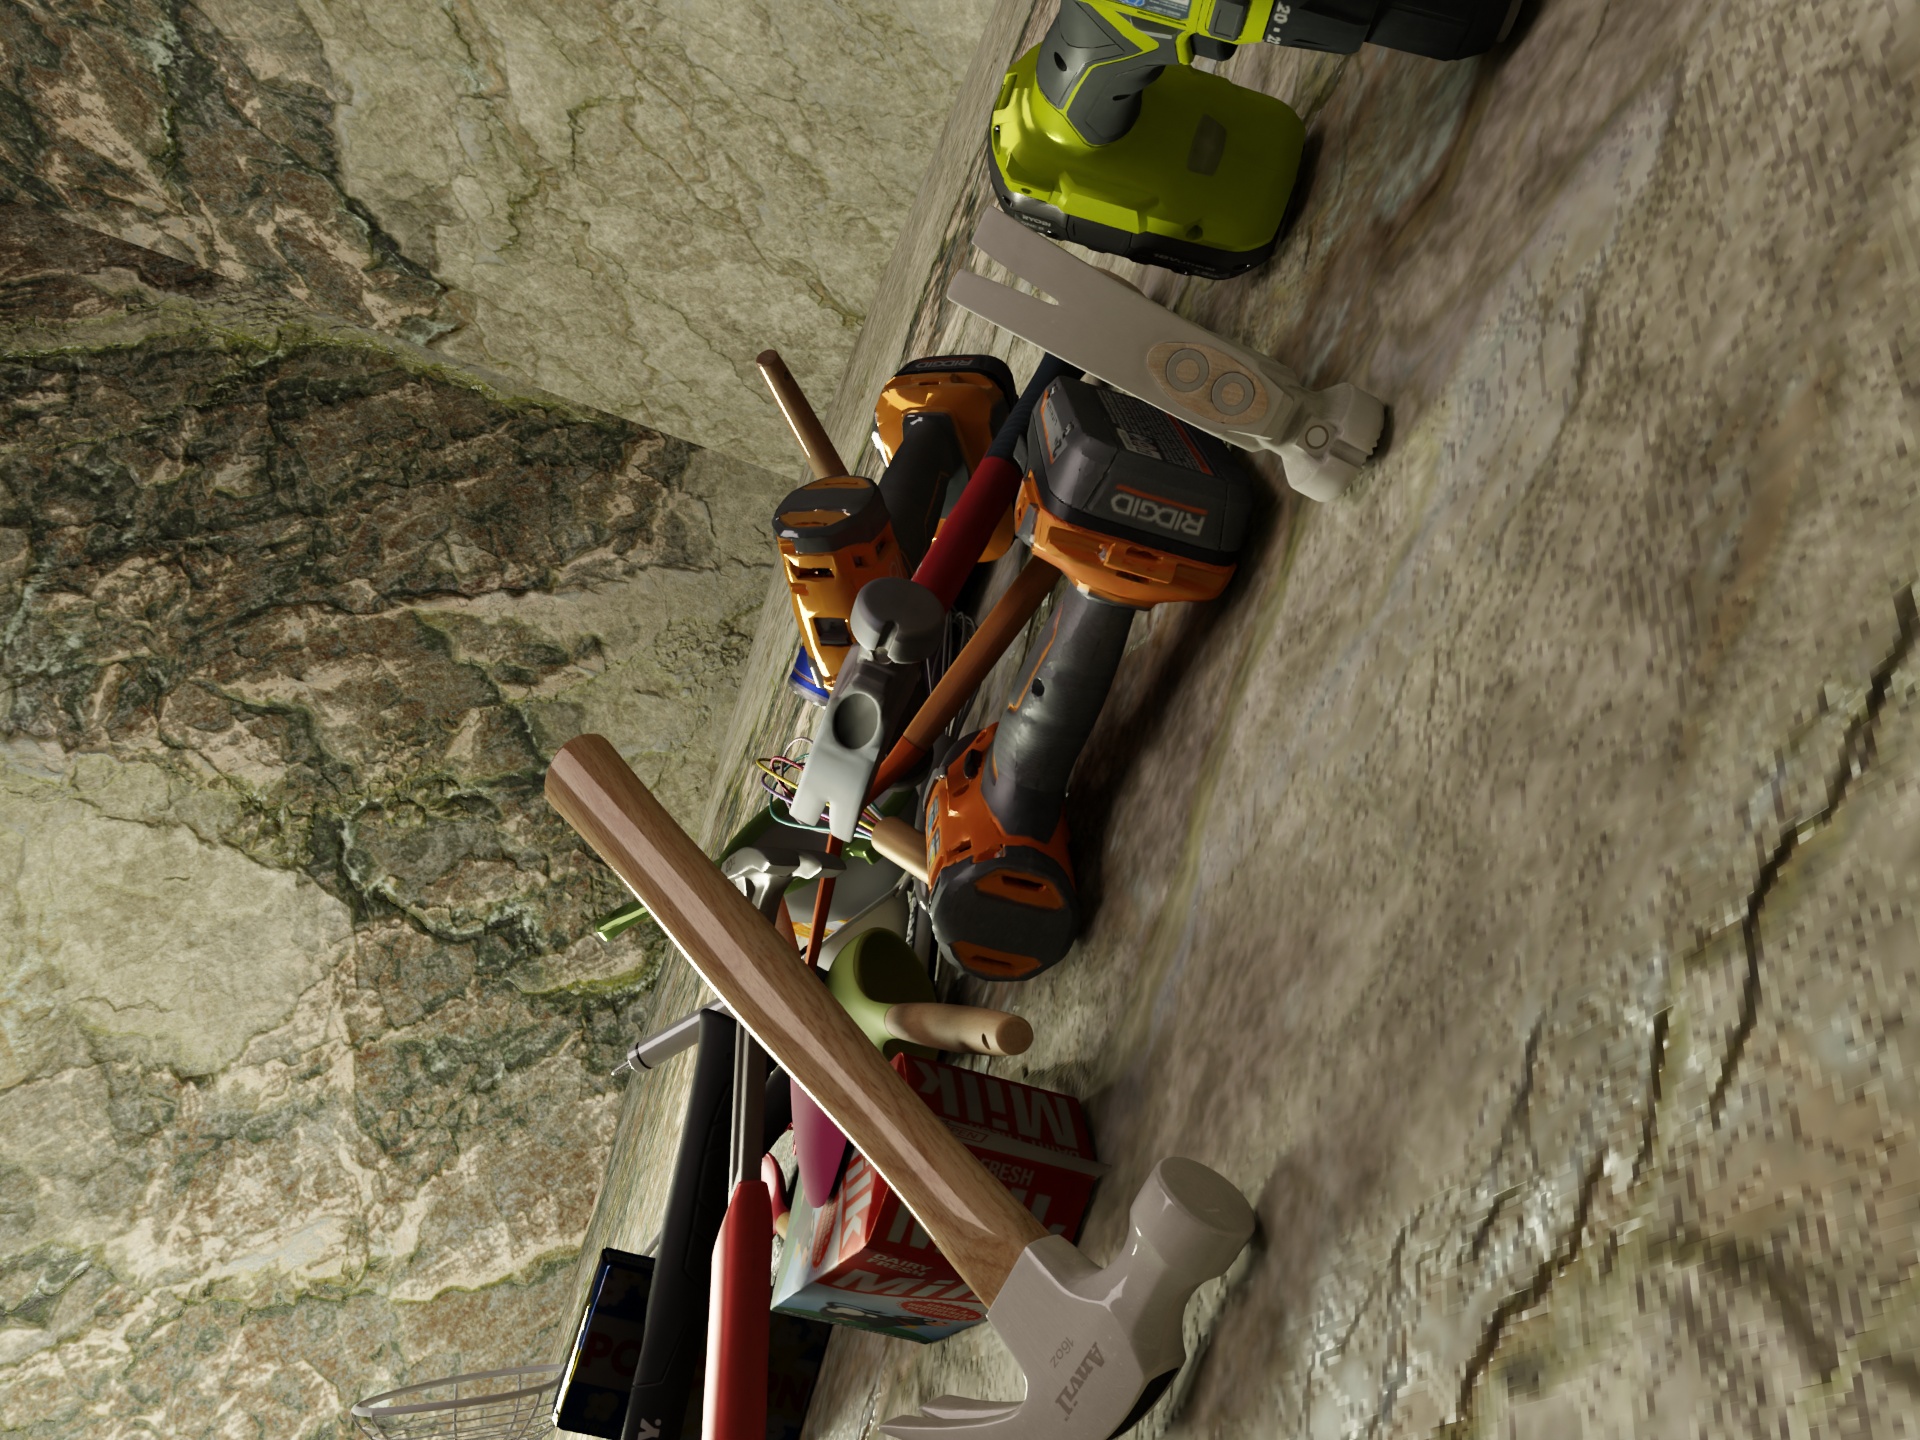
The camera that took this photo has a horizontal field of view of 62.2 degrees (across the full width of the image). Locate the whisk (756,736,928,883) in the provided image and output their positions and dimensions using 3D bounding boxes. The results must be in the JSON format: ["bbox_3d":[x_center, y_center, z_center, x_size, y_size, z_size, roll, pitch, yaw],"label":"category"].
[{"bbox_3d":[-0.054,0.058,0.892,0.051,0.047,0.245,-47,32,-12],"label":"whisk"}]

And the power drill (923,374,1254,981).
[{"bbox_3d":[0.040,-0.024,0.680,0.164,0.084,0.226,-97,23,-65],"label":"power drill"}]

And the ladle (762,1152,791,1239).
[{"bbox_3d":[-0.099,0.303,0.950,0.315,0.031,0.069,151,129,-71],"label":"ladle"}]

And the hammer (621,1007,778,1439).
[{"bbox_3d":[-0.149,0.311,0.785,0.035,0.146,0.335,94,-173,-79],"label":"hammer"}]

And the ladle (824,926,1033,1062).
[{"bbox_3d":[-0.009,0.123,0.670,0.320,0.062,0.078,146,104,-74],"label":"ladle"}]

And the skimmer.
[{"bbox_3d":[-0.196,0.283,0.891,0.363,0.090,0.127,-51,-26,7],"label":"skimmer"}]

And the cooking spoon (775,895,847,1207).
[{"bbox_3d":[-0.080,0.128,0.750,0.319,0.017,0.068,-128,54,-71],"label":"cooking spoon"}]

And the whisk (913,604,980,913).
[{"bbox_3d":[-0.012,0.015,0.943,0.055,0.055,0.239,119,160,-44],"label":"whisk"}]

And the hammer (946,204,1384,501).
[{"bbox_3d":[0.065,-0.178,0.694,0.038,0.146,0.411,-62,9,16],"label":"hammer"}]

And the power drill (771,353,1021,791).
[{"bbox_3d":[-0.024,-0.087,0.910,0.226,0.084,0.185,-62,-34,-47],"label":"power drill"}]

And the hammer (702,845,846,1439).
[{"bbox_3d":[-0.084,0.230,0.617,0.149,0.036,0.359,150,123,-68],"label":"hammer"}]

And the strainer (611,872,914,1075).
[{"bbox_3d":[-0.113,0.163,0.975,0.258,0.050,0.087,-31,-6,17],"label":"strainer"}]

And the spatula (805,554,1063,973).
[{"bbox_3d":[-0.001,-0.003,0.804,0.322,0.041,0.081,-53,8,5],"label":"spatula"}]

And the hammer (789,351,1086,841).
[{"bbox_3d":[0.010,-0.104,0.821,0.387,0.038,0.143,-63,-3,-48],"label":"hammer"}]

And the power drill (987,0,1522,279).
[{"bbox_3d":[0.092,-0.252,0.604,0.228,0.190,0.080,79,-152,-84],"label":"power drill"}]

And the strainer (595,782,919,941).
[{"bbox_3d":[-0.122,0.108,1.032,0.256,0.069,0.152,-26,20,21],"label":"strainer"}]

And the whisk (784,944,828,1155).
[{"bbox_3d":[-0.098,0.201,1.033,0.296,0.073,0.073,-104,34,-78],"label":"whisk"}]

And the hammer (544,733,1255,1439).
[{"bbox_3d":[-0.053,0.106,0.537,0.332,0.031,0.130,40,111,37],"label":"hammer"}]

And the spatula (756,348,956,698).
[{"bbox_3d":[-0.056,-0.107,0.963,0.060,0.018,0.315,-68,-28,-26],"label":"spatula"}]
